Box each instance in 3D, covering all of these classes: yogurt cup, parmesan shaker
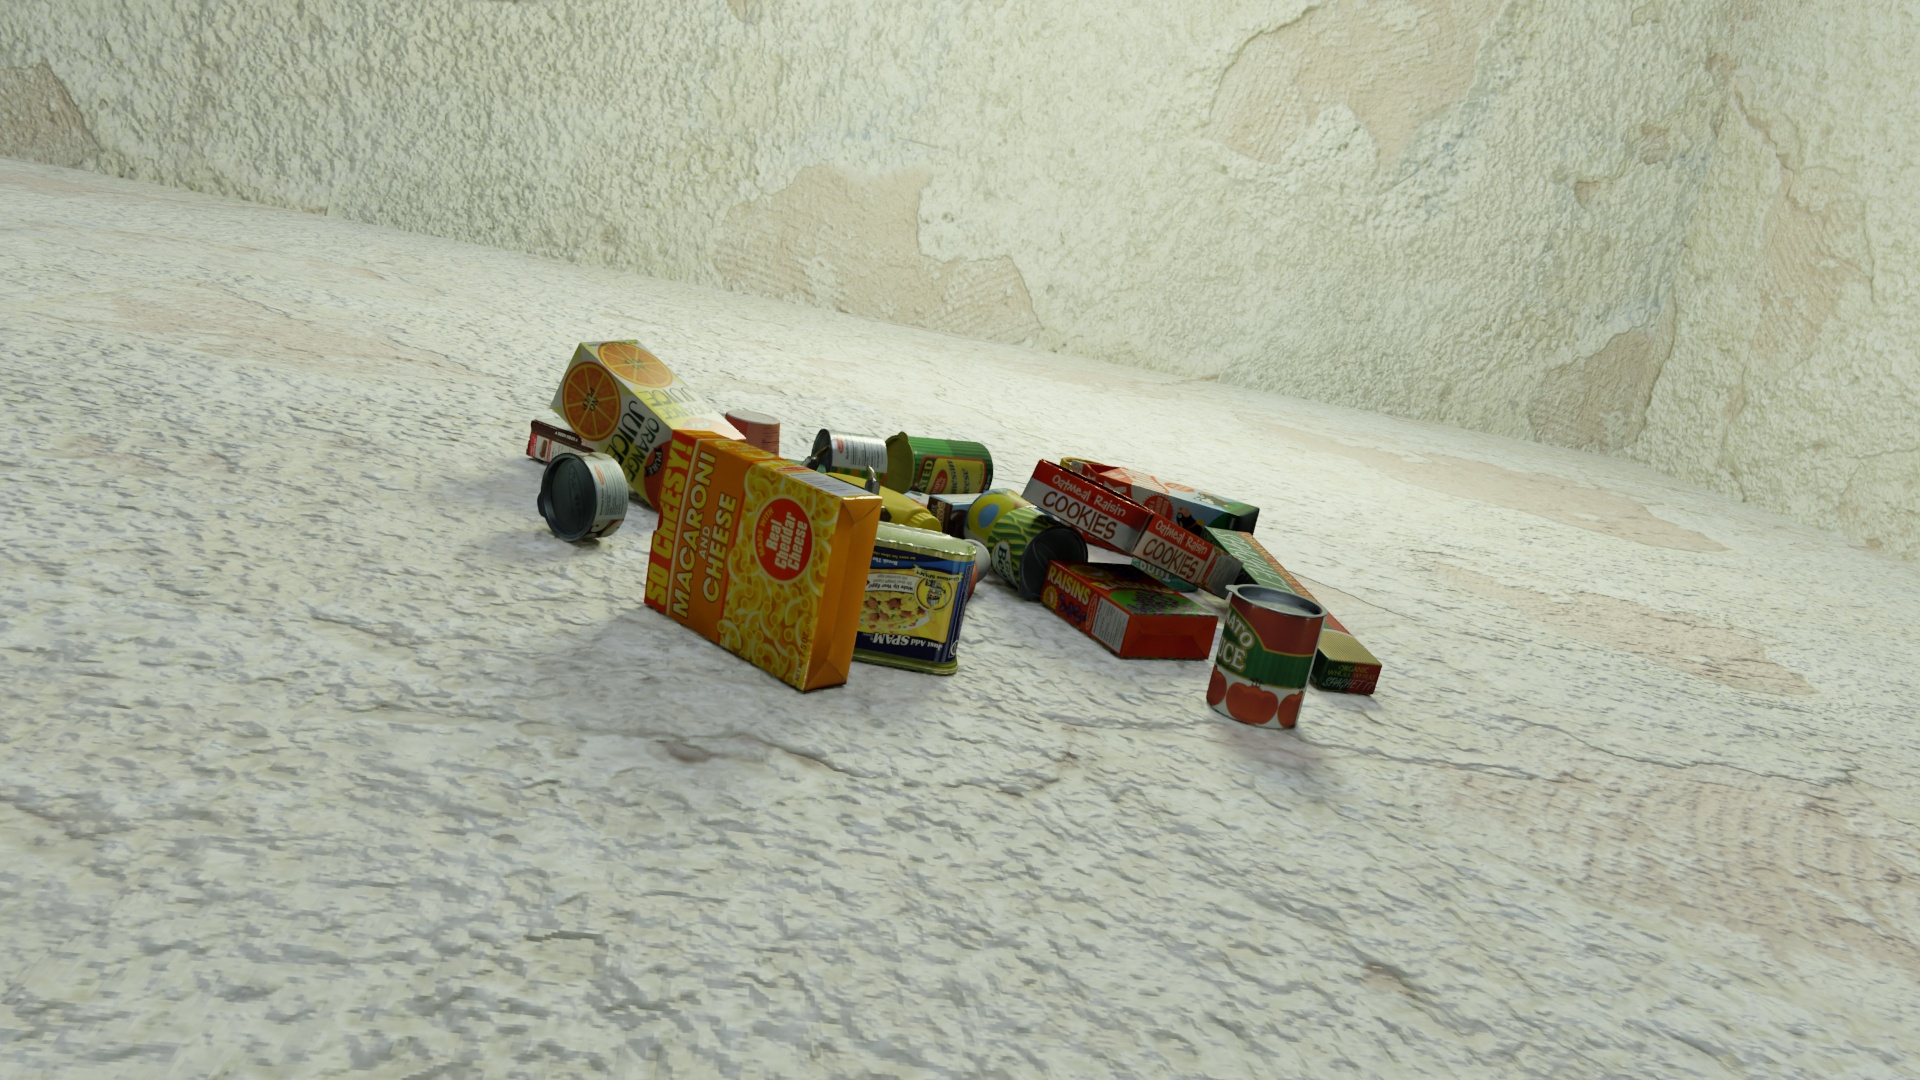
[{"bbox_3d":[-0.212,-0.099,1.395,0.072,0.053,0.072,11,14,-3],"label":"yogurt cup"},{"bbox_3d":[-0.024,-0.074,1.411,0.103,0.071,0.071,1,17,-38],"label":"parmesan shaker"}]

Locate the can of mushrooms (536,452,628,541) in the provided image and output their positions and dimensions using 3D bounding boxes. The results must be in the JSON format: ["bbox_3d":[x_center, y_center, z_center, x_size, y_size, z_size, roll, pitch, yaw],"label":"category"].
[{"bbox_3d":[-0.285,-0.033,1.049,0.071,0.071,0.033,21,16,33],"label":"can of mushrooms"}]

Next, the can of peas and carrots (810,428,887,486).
[{"bbox_3d":[-0.110,-0.072,1.350,0.059,0.070,0.071,6,15,-24],"label":"can of peas and carrots"}]

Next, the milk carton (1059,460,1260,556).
[{"bbox_3d":[0.190,-0.022,1.380,0.191,0.072,0.073,18,15,24],"label":"milk carton"}]

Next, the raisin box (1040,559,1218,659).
[{"bbox_3d":[0.131,0.054,1.097,0.086,0.040,0.123,3,17,-29],"label":"raisin box"}]

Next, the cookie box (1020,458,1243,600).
[{"bbox_3d":[0.145,-0.009,1.155,0.123,0.040,0.167,29,3,39],"label":"cookie box"}]

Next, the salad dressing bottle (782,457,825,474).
[{"bbox_3d":[-0.200,-0.064,1.289,0.148,0.044,0.064,9,11,-17],"label":"salad dressing bottle"}]

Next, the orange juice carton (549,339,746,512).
[{"bbox_3d":[-0.257,-0.089,1.198,0.193,0.072,0.072,42,27,18],"label":"orange juice carton"}]

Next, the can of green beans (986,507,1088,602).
[{"bbox_3d":[0.063,0.011,1.155,0.071,0.071,0.058,4,15,-31],"label":"can of green beans"}]

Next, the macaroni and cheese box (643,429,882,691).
[{"bbox_3d":[-0.131,0.008,0.887,0.166,0.123,0.040,22,15,38],"label":"macaroni and cheese box"}]

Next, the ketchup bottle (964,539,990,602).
[{"bbox_3d":[-0.016,0.029,1.065,0.065,0.043,0.149,15,14,16],"label":"ketchup bottle"}]

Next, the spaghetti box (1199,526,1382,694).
[{"bbox_3d":[0.268,0.053,1.165,0.050,0.028,0.251,8,22,-18],"label":"spaghetti box"}]

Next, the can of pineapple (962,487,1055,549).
[{"bbox_3d":[0.045,-0.008,1.211,0.071,0.070,0.058,3,17,-32],"label":"can of pineapple"}]

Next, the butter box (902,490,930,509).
[{"bbox_3d":[-0.040,-0.022,1.291,0.053,0.024,0.104,14,14,12],"label":"butter box"}]

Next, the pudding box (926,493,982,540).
[{"bbox_3d":[0.004,-0.016,1.247,0.030,0.049,0.084,20,16,38],"label":"pudding box"}]

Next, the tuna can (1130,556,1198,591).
[{"bbox_3d":[0.191,0.022,1.286,0.071,0.032,0.071,11,13,-3],"label":"tuna can"}]

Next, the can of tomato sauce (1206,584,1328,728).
[{"bbox_3d":[0.210,0.079,0.965,0.071,0.083,0.071,11,13,-3],"label":"can of tomato sauce"}]

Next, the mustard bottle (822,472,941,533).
[{"bbox_3d":[-0.065,-0.016,1.194,0.160,0.048,0.065,23,19,37],"label":"mustard bottle"}]

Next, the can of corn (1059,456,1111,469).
[{"bbox_3d":[0.133,-0.054,1.489,0.071,0.058,0.071,11,14,-3],"label":"can of corn"}]
